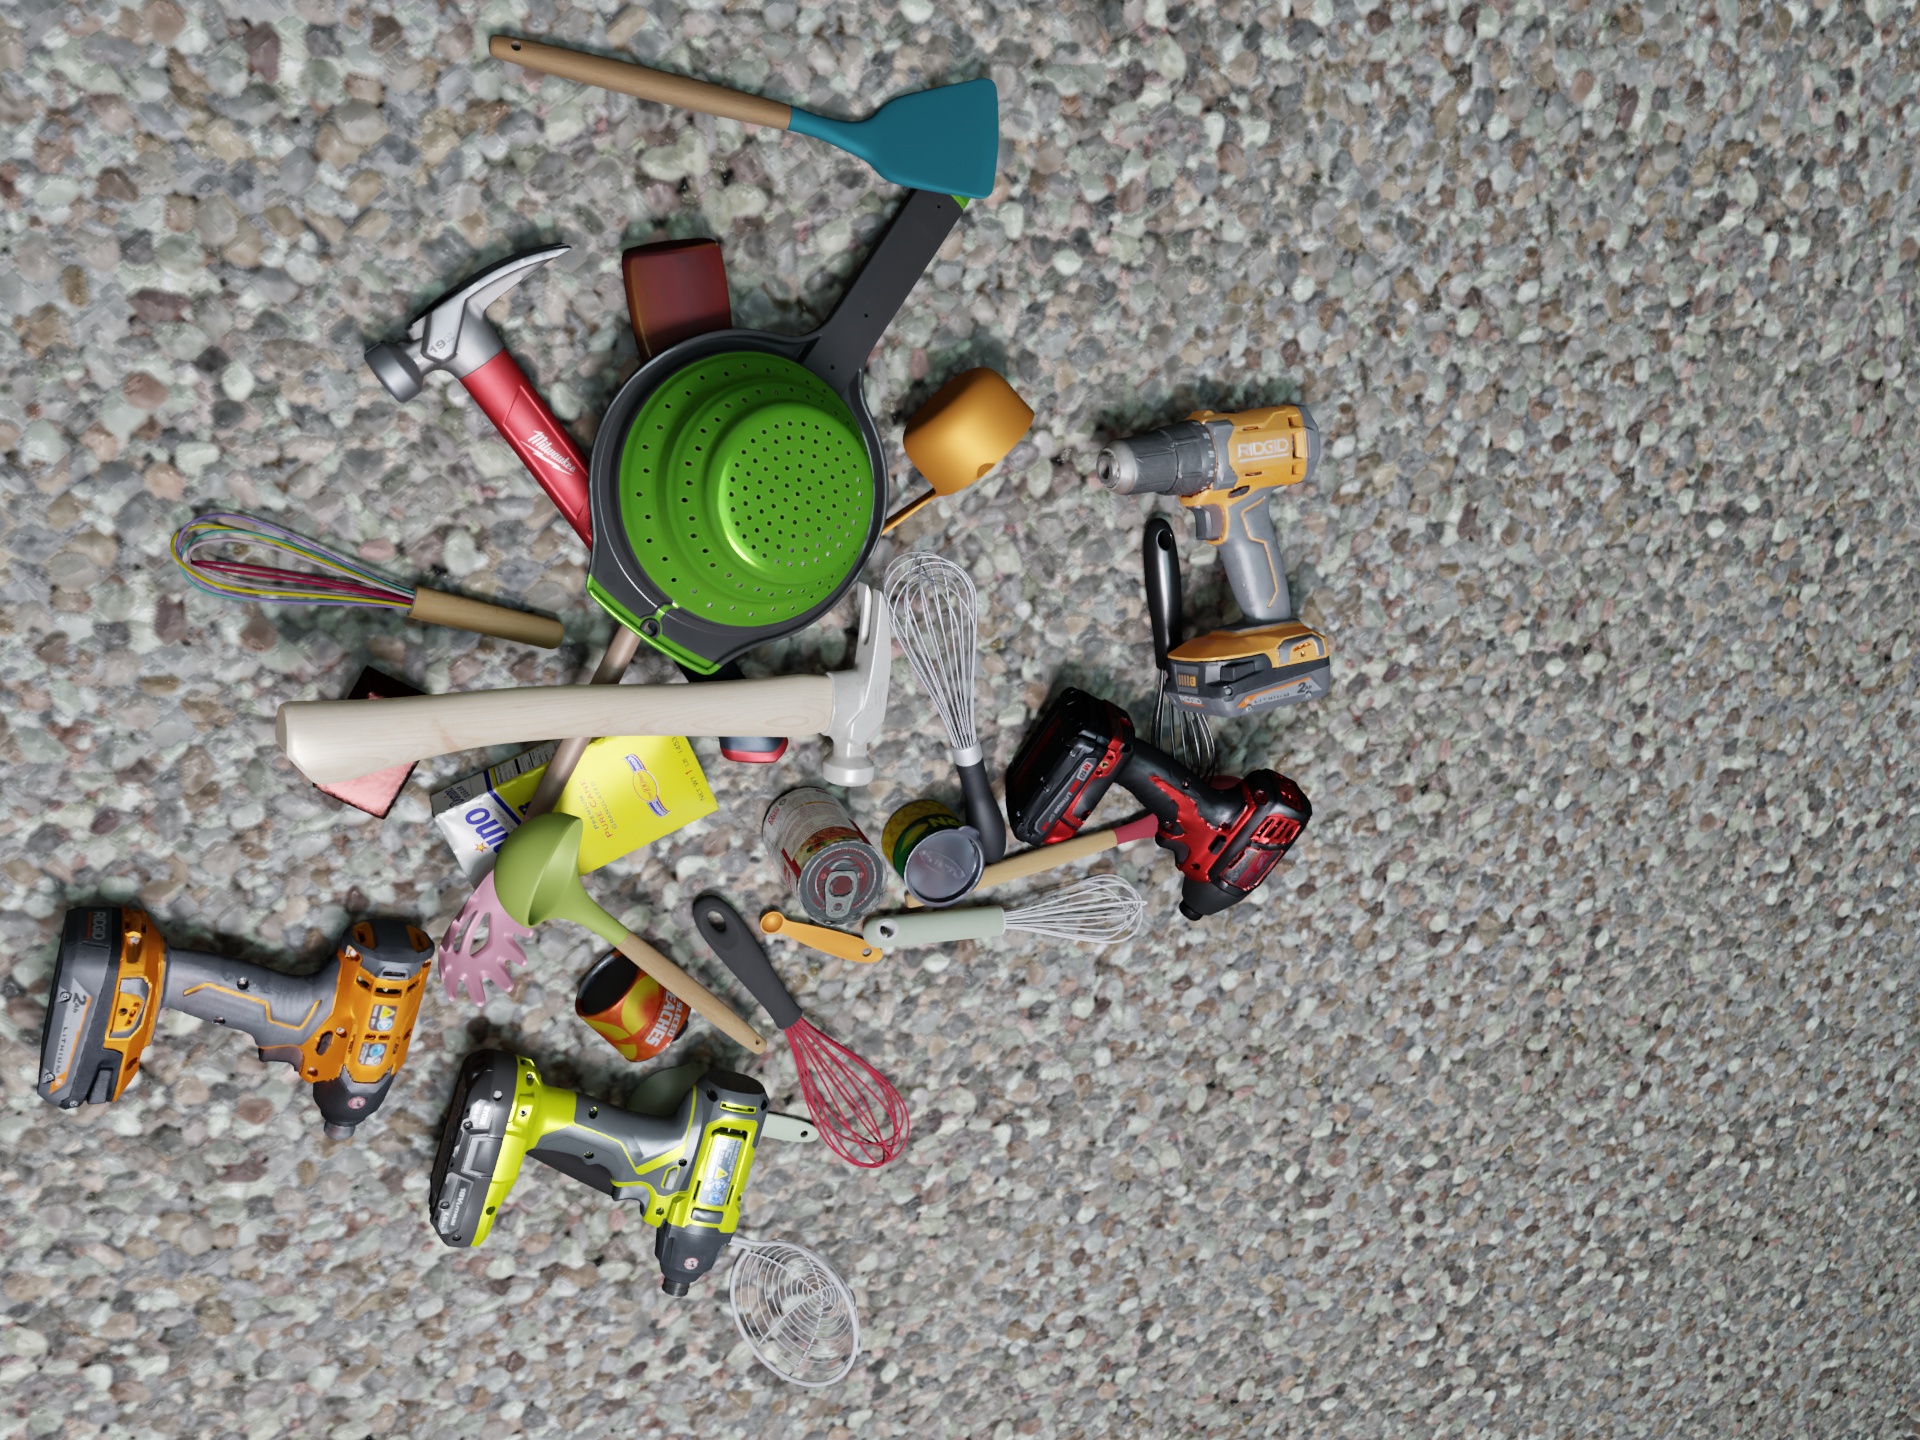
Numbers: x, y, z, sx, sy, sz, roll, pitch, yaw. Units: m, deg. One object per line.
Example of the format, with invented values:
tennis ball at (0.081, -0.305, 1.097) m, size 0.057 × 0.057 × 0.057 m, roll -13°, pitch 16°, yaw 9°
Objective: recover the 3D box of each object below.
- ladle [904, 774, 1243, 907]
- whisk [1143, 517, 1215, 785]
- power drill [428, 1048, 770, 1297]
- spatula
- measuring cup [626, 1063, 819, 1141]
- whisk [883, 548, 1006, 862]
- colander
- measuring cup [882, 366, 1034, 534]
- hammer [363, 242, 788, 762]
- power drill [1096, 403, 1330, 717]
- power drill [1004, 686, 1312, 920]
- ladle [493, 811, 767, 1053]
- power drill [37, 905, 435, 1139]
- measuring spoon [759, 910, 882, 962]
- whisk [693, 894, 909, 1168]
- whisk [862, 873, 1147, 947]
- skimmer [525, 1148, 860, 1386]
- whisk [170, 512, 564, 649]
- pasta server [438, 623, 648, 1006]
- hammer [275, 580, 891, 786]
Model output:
ladle at (0.103, 0.105, 1.312) m, size 0.315 × 0.031 × 0.069 m, roll -15°, pitch 115°, yaw -15°
whisk at (0.170, -0.046, 1.267) m, size 0.055 × 0.055 × 0.238 m, roll -16°, pitch 112°, yaw -17°
power drill at (-0.269, 0.335, 1.177) m, size 0.223 × 0.080 × 0.171 m, roll 15°, pitch 93°, yaw -21°
spatula at (-0.129, -0.389, 0.993) m, size 0.317 × 0.044 × 0.082 m, roll 5°, pitch 84°, yaw -23°
measuring cup at (-0.184, 0.327, 1.272) m, size 0.167 × 0.038 × 0.083 m, roll 18°, pitch 103°, yaw -26°
whisk at (-0.003, -0.004, 1.207) m, size 0.070 × 0.070 × 0.284 m, roll -23°, pitch 124°, yaw -14°
colander at (-0.079, -0.212, 1.012) m, size 0.204 × 0.094 × 0.397 m, roll 37°, pitch 79°, yaw -30°
measuring cup at (-0.031, -0.181, 1.113) m, size 0.173 × 0.095 × 0.052 m, roll -35°, pitch 111°, yaw 16°
hammer at (-0.216, -0.125, 1.069) m, size 0.143 × 0.038 × 0.386 m, roll -38°, pitch 121°, yaw -7°
power drill at (0.192, -0.119, 1.198) m, size 0.185 × 0.084 × 0.226 m, roll -12°, pitch 101°, yaw -28°
power drill at (0.152, 0.075, 1.252) m, size 0.219 × 0.079 × 0.143 m, roll 24°, pitch 119°, yaw -17°
ladle at (-0.215, 0.165, 1.116) m, size 0.319 × 0.062 × 0.078 m, roll 52°, pitch 53°, yaw -45°
power drill at (-0.486, 0.209, 1.070) m, size 0.226 × 0.084 × 0.164 m, roll 10°, pitch 108°, yaw -31°
measuring spoon at (-0.110, 0.171, 1.258) m, size 0.116 × 0.011 × 0.021 m, roll 23°, pitch 101°, yaw -33°
whisk at (-0.126, 0.250, 1.258) m, size 0.073 × 0.073 × 0.295 m, roll -34°, pitch 114°, yaw -7°
whisk at (0.039, 0.162, 1.301) m, size 0.246 × 0.059 × 0.058 m, roll -3°, pitch 76°, yaw -18°
skimmer at (-0.228, 0.421, 1.263) m, size 0.127 × 0.090 × 0.363 m, roll -33°, pitch 124°, yaw 30°
whisk at (-0.374, -0.079, 1.018) m, size 0.244 × 0.047 × 0.051 m, roll 14°, pitch 104°, yaw -31°
pasta server at (-0.269, 0.045, 1.067) m, size 0.060 × 0.040 × 0.316 m, roll 23°, pitch 98°, yaw -44°
hammer at (-0.225, -0.015, 1.036) m, size 0.410 × 0.038 × 0.146 m, roll -4°, pitch 109°, yaw -36°
